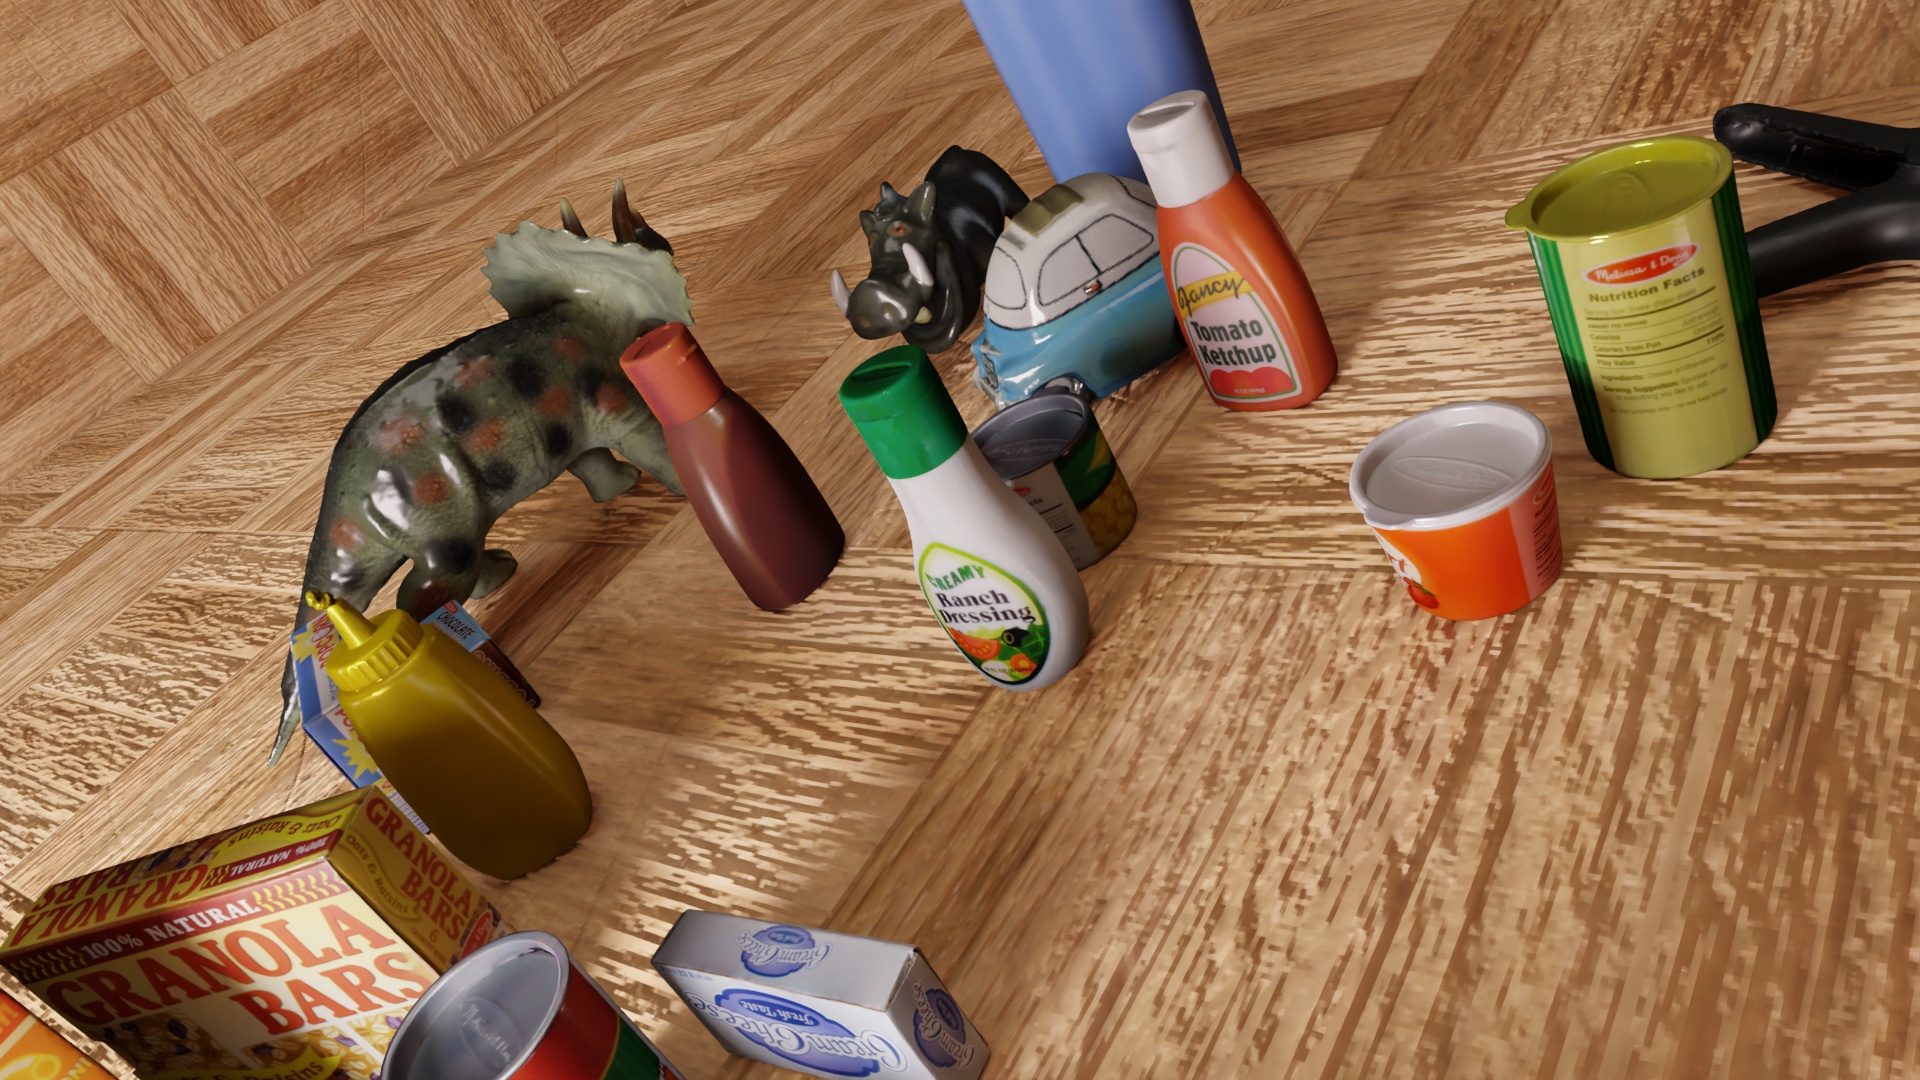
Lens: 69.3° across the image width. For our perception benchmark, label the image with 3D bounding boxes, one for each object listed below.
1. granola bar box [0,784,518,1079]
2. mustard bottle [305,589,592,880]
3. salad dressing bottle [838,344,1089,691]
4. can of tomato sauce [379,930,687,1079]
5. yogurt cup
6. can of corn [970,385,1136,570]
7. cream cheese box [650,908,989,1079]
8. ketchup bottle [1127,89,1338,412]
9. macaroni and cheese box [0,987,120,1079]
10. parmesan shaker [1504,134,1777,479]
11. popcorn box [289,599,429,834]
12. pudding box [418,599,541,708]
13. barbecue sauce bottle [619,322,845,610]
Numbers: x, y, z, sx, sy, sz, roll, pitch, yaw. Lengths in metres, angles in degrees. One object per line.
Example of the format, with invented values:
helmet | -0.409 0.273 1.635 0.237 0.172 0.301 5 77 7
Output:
granola bar box | -0.254 0.165 0.526 0.165 0.123 0.039 -19 31 19
mustard bottle | -0.224 0.077 0.599 0.065 0.159 0.049 -31 29 -2
salad dressing bottle | 0.002 -0.007 0.545 0.064 0.147 0.044 -5 38 37
can of tomato sauce | -0.131 0.178 0.440 0.071 0.082 0.071 -22 30 14
yogurt cup | 0.178 -0.009 0.490 0.072 0.053 0.073 -22 30 14
can of corn | 0.041 -0.027 0.632 0.071 0.058 0.071 -22 30 14
cream cheese box | -0.046 0.148 0.443 0.103 0.053 0.024 -4 38 37
ketchup bottle | 0.120 -0.128 0.629 0.064 0.148 0.044 4 43 44
macaroni and cheese box | -0.318 0.201 0.483 0.123 0.166 0.040 -3 39 38
parmesan shaker | 0.243 -0.081 0.495 0.071 0.102 0.072 -22 30 14
popcorn box | -0.303 0.091 0.722 0.038 0.085 0.127 -37 30 -13
pudding box | -0.266 0.067 0.762 0.030 0.049 0.084 -40 31 -18
barbecue sauce bottle | -0.114 -0.038 0.692 0.043 0.148 0.065 -7 37 35
